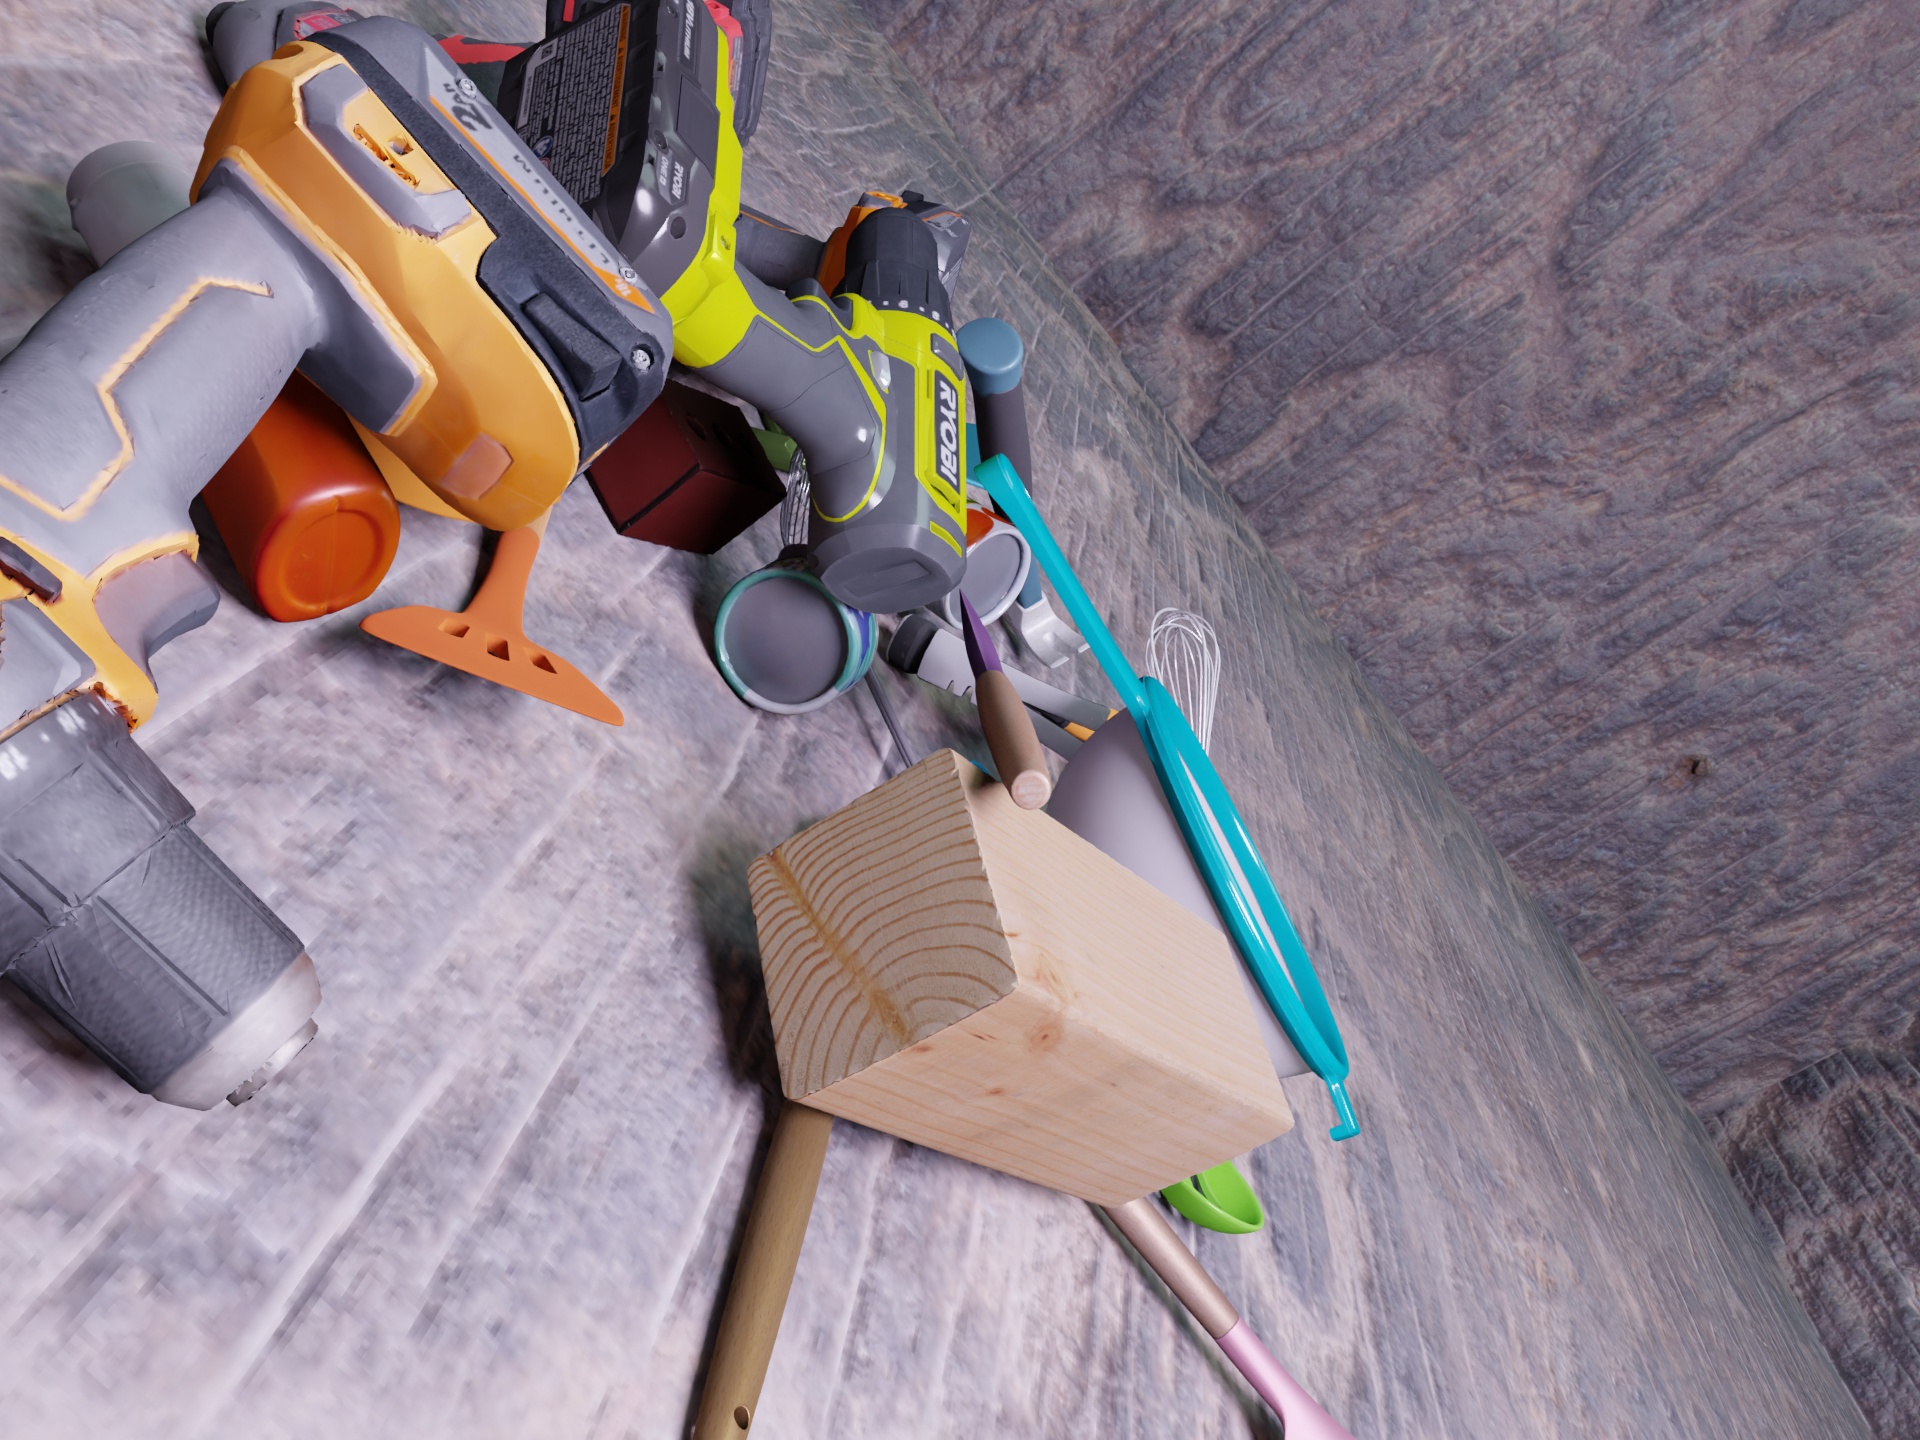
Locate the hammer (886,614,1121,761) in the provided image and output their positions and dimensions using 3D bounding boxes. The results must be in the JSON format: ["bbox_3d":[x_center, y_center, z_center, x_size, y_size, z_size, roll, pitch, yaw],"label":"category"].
[{"bbox_3d":[0.075,-0.001,0.983,0.127,0.034,0.336,28,5,22],"label":"hammer"}]

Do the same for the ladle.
[{"bbox_3d":[-0.047,0.121,0.539,0.069,0.031,0.316,50,21,-16],"label":"ladle"}]

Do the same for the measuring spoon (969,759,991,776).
[{"bbox_3d":[0.026,0.081,0.813,0.128,0.021,0.042,63,17,-4],"label":"measuring spoon"}]

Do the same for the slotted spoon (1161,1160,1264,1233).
[{"bbox_3d":[0.091,0.140,0.841,0.070,0.031,0.314,30,26,-30],"label":"slotted spoon"}]

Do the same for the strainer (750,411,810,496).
[{"bbox_3d":[-0.067,-0.167,0.924,0.151,0.069,0.256,57,17,7],"label":"strainer"}]

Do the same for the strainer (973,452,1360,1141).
[{"bbox_3d":[0.067,0.040,0.745,0.340,0.095,0.211,58,12,-19],"label":"strainer"}]

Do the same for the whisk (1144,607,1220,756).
[{"bbox_3d":[0.155,0.039,1.050,0.059,0.058,0.246,13,64,-39],"label":"whisk"}]

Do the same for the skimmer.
[{"bbox_3d":[-0.001,-0.002,0.764,0.127,0.090,0.364,84,-17,-66],"label":"skimmer"}]

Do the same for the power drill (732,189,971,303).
[{"bbox_3d":[-0.114,-0.250,0.812,0.226,0.084,0.164,17,24,-1],"label":"power drill"}]

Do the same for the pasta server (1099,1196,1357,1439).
[{"bbox_3d":[0.088,0.238,0.669,0.316,0.040,0.060,51,18,1],"label":"pasta server"}]

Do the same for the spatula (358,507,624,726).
[{"bbox_3d":[-0.159,-0.086,0.600,0.081,0.041,0.323,22,28,-20],"label":"spatula"}]

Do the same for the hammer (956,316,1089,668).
[{"bbox_3d":[0.029,-0.129,0.939,0.128,0.033,0.330,56,-7,21],"label":"hammer"}]

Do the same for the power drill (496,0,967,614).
[{"bbox_3d":[-0.071,-0.170,0.619,0.228,0.080,0.191,36,46,-51],"label":"power drill"}]

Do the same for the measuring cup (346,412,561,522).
[{"bbox_3d":[-0.186,-0.136,0.577,0.095,0.052,0.174,16,29,-29],"label":"measuring cup"}]

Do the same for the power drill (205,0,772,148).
[{"bbox_3d":[-0.196,-0.279,0.674,0.143,0.078,0.220,34,44,17],"label":"power drill"}]

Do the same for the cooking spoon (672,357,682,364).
[{"bbox_3d":[-0.175,-0.193,0.768,0.069,0.017,0.319,35,17,15],"label":"cooking spoon"}]

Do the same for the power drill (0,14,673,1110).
[{"bbox_3d":[-0.162,-0.044,0.359,0.185,0.084,0.226,49,48,-12],"label":"power drill"}]

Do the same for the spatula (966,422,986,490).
[{"bbox_3d":[-0.085,-0.250,1.067,0.317,0.044,0.082,37,29,-40],"label":"spatula"}]

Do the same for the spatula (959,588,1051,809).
[{"bbox_3d":[0.014,-0.011,0.635,0.316,0.018,0.059,-102,173,-78],"label":"spatula"}]
